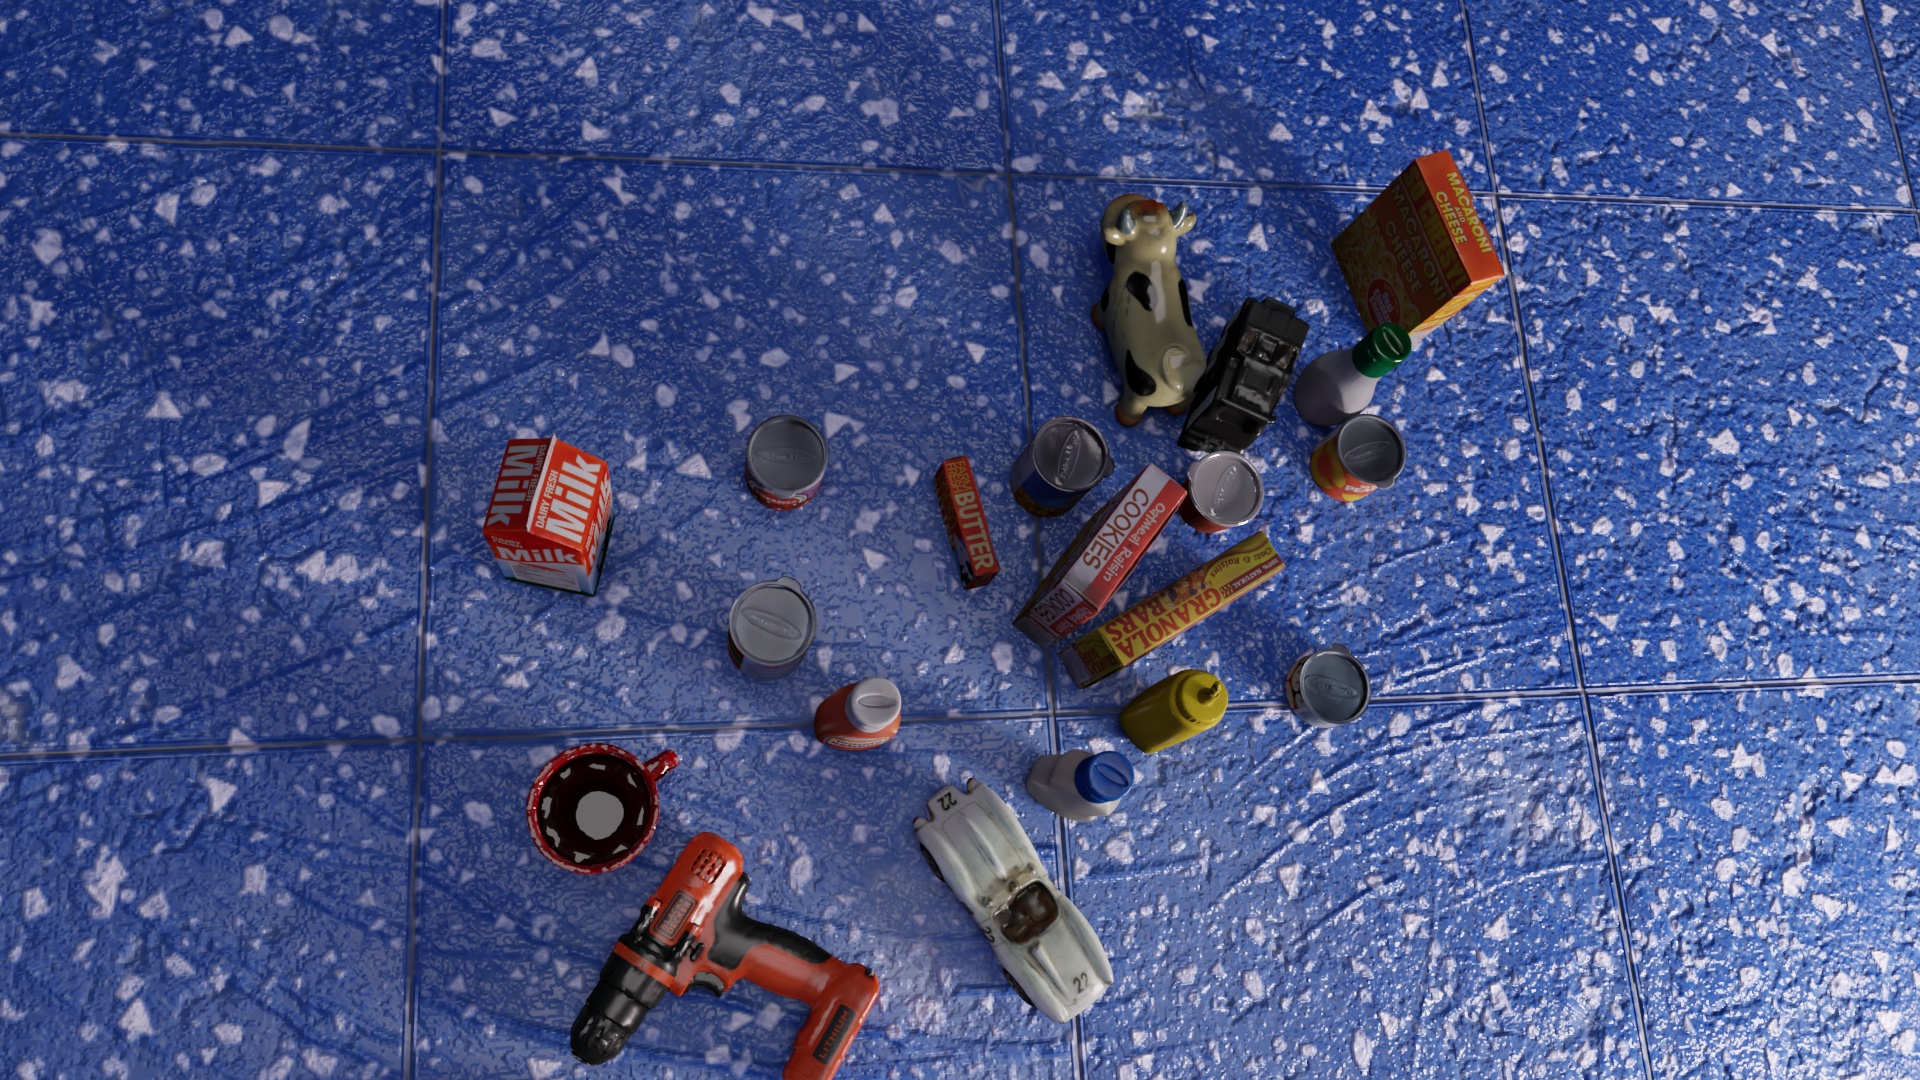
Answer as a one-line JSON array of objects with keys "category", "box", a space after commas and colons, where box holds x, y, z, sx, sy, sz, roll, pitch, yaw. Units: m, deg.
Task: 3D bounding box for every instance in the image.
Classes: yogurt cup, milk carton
[{"category": "yogurt cup", "box": [0.224, -0.039, 1.215, 0.072, 0.053, 0.072, 3, 75, -11]}, {"category": "milk carton", "box": [-0.303, -0.018, 1.030, 0.073, 0.190, 0.072, 12, 74, -8]}]

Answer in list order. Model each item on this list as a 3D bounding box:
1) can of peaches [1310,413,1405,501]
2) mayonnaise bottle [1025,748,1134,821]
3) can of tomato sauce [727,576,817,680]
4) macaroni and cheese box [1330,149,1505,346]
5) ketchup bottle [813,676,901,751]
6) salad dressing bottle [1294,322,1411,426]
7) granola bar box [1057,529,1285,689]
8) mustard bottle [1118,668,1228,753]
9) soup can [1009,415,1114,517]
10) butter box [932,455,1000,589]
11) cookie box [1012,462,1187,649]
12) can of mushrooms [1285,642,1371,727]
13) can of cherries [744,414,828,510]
[{"category": "can of peaches", "box": [0.357, -0.072, 1.249, 0.071, 0.058, 0.071, 3, 75, -11]}, {"category": "mayonnaise bottle", "box": [0.096, 0.188, 1.078, 0.065, 0.147, 0.041, 32, 72, -2]}, {"category": "can of tomato sauce", "box": [-0.150, 0.070, 1.094, 0.071, 0.083, 0.071, 3, 75, -11]}, {"category": "macaroni and cheese box", "box": [0.408, -0.255, 1.252, 0.040, 0.166, 0.124, -17, 80, -15]}, {"category": "ketchup bottle", "box": [-0.074, 0.132, 1.058, 0.065, 0.148, 0.043, 2, 75, -11]}, {"category": "salad dressing bottle", "box": [0.344, -0.146, 1.219, 0.044, 0.147, 0.064, -29, 83, -17]}, {"category": "granola bar box", "box": [0.171, 0.059, 1.141, 0.166, 0.124, 0.039, -29, 83, -17]}, {"category": "mustard bottle", "box": [0.176, 0.132, 1.103, 0.065, 0.159, 0.049, -36, 85, -18]}, {"category": "soup can", "box": [0.085, -0.060, 1.177, 0.071, 0.083, 0.071, 3, 75, -11]}, {"category": "butter box", "box": [0.004, -0.015, 1.164, 0.024, 0.053, 0.103, -13, 78, -14]}, {"category": "cookie box", "box": [0.109, 0.017, 1.117, 0.040, 0.167, 0.123, 38, 72, 0]}, {"category": "can of mushrooms", "box": [0.318, 0.126, 1.201, 0.071, 0.033, 0.071, 3, 75, -11]}, {"category": "can of cherries", "box": [-0.145, -0.061, 1.144, 0.071, 0.058, 0.071, 3, 75, -11]}]
